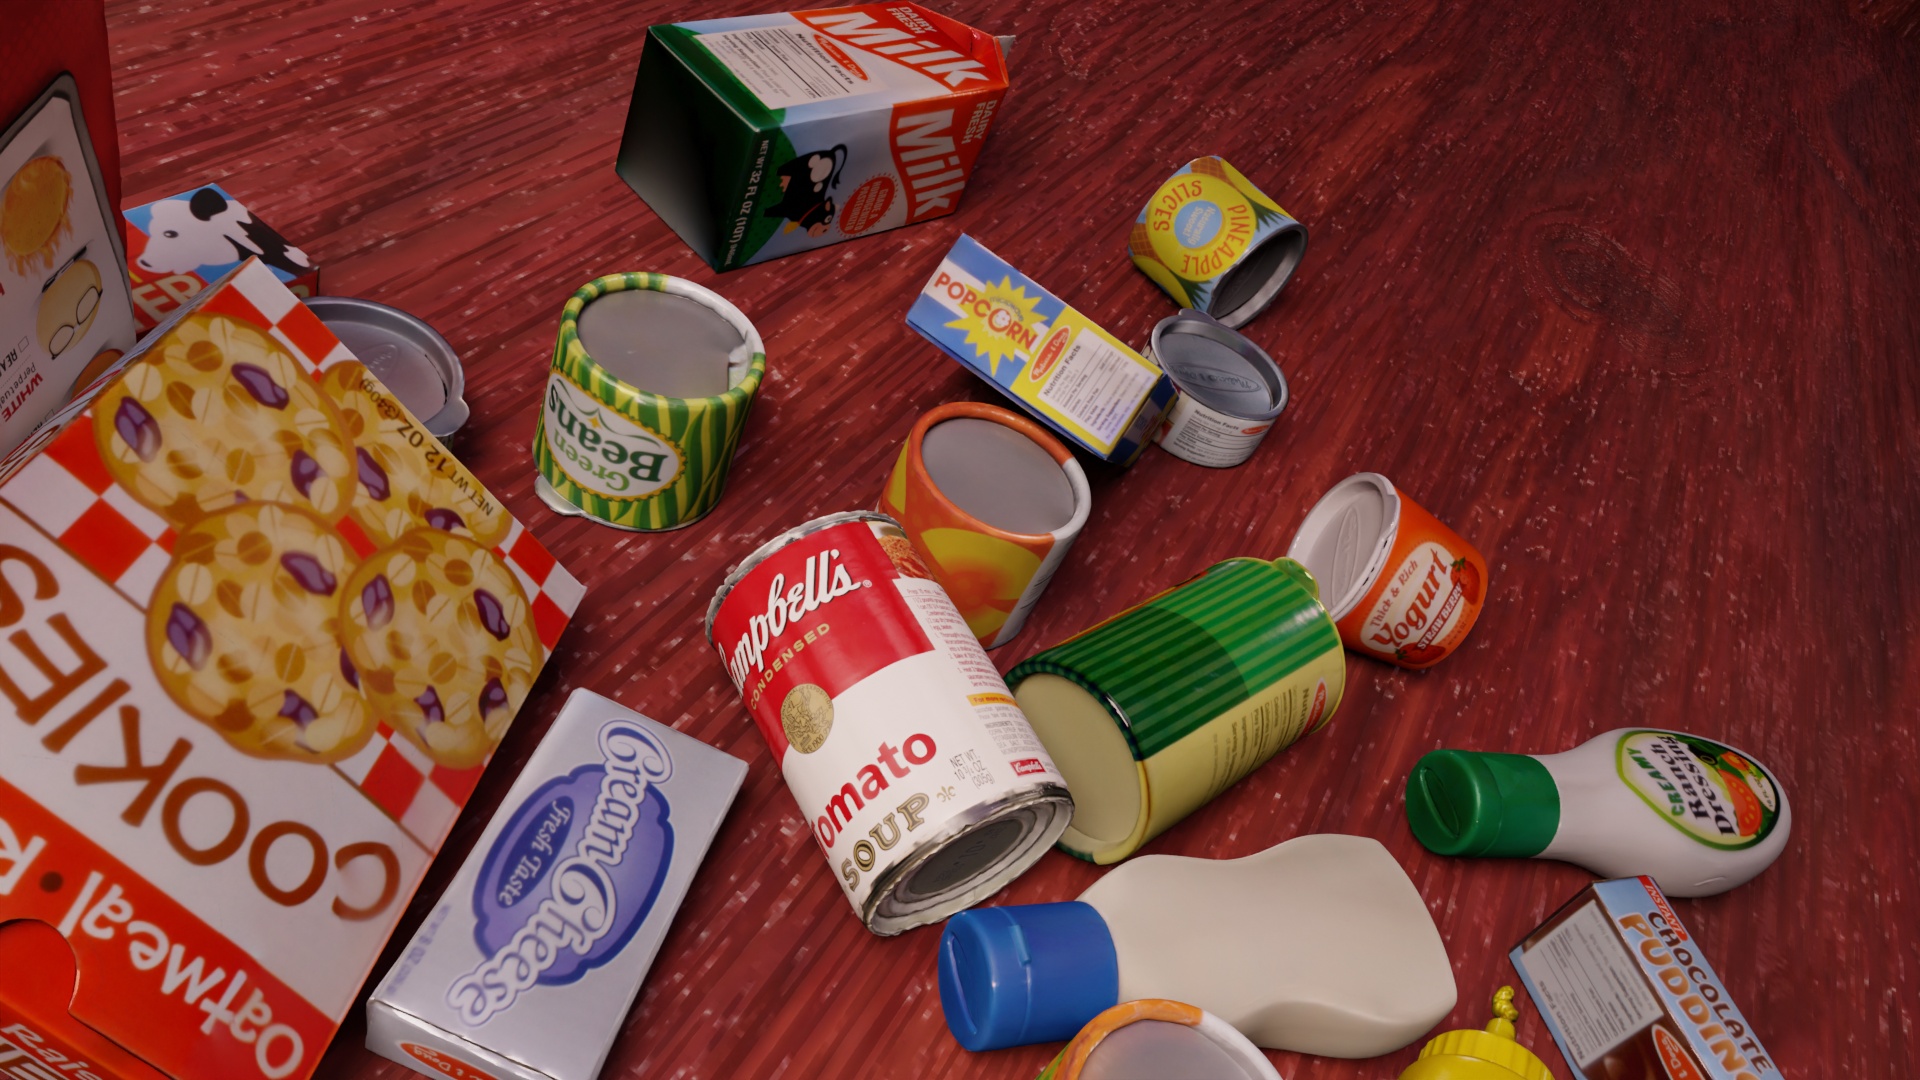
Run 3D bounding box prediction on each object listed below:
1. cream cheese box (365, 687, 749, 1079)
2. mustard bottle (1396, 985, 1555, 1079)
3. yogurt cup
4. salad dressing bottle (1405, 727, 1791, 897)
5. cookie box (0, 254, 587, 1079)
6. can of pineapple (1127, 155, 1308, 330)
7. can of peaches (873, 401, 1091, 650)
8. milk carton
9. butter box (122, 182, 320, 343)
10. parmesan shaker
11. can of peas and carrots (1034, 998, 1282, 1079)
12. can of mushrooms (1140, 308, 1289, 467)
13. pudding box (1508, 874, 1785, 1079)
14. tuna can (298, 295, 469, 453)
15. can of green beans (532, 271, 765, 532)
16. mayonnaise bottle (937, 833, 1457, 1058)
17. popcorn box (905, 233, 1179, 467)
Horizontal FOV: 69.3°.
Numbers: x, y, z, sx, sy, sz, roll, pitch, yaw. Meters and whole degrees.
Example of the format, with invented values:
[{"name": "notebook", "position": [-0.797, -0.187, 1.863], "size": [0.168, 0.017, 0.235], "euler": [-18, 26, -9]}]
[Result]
[{"name": "cream cheese box", "position": [-0.098, 0.088, 0.351], "size": [0.053, 0.024, 0.104], "euler": [26, 41, -3]}, {"name": "mustard bottle", "position": [0.130, 0.179, 0.362], "size": [0.065, 0.048, 0.161], "euler": [30, 40, 13]}, {"name": "yogurt cup", "position": [0.164, 0.015, 0.536], "size": [0.054, 0.072, 0.073], "euler": [27, 41, -14]}, {"name": "salad dressing bottle", "position": [0.231, 0.097, 0.503], "size": [0.148, 0.043, 0.064], "euler": [6, 45, -23]}, {"name": "cookie box", "position": [-0.168, 0.031, 0.313], "size": [0.122, 0.040, 0.168], "euler": [52, 32, -28]}, {"name": "can of pineapple", "position": [0.123, -0.142, 0.667], "size": [0.071, 0.070, 0.058], "euler": [-22, 60, -41]}, {"name": "can of peaches", "position": [0.002, -0.006, 0.473], "size": [0.071, 0.057, 0.071], "euler": [15, 43, -15]}, {"name": "milk carton", "position": [-0.049, -0.186, 0.617], "size": [0.191, 0.072, 0.073], "euler": [-27, 64, -42]}, {"name": "butter box", "position": [-0.259, -0.074, 0.428], "size": [0.053, 0.024, 0.104], "euler": [36, 42, 10]}, {"name": "parmesan shaker", "position": [0.067, 0.049, 0.443], "size": [0.103, 0.071, 0.071], "euler": [-21, 60, -40]}, {"name": "can of peas and carrots", "position": [0.040, 0.154, 0.333], "size": [0.071, 0.058, 0.071], "euler": [15, 43, -14]}, {"name": "can of mushrooms", "position": [0.106, -0.067, 0.609], "size": [0.071, 0.033, 0.071], "euler": [14, 43, -14]}, {"name": "pudding box", "position": [0.214, 0.154, 0.433], "size": [0.030, 0.049, 0.084], "euler": [1, 47, -25]}, {"name": "tuna can", "position": [-0.187, -0.041, 0.427], "size": [0.071, 0.032, 0.071], "euler": [15, 43, -14]}, {"name": "can of green beans", "position": [-0.103, -0.046, 0.458], "size": [0.071, 0.057, 0.071], "euler": [15, 43, -14]}, {"name": "mayonnaise bottle", "position": [0.068, 0.119, 0.397], "size": [0.148, 0.041, 0.065], "euler": [3, 46, -24]}, {"name": "popcorn box", "position": [0.035, -0.066, 0.520], "size": [0.085, 0.038, 0.127], "euler": [35, 8, 8]}]
